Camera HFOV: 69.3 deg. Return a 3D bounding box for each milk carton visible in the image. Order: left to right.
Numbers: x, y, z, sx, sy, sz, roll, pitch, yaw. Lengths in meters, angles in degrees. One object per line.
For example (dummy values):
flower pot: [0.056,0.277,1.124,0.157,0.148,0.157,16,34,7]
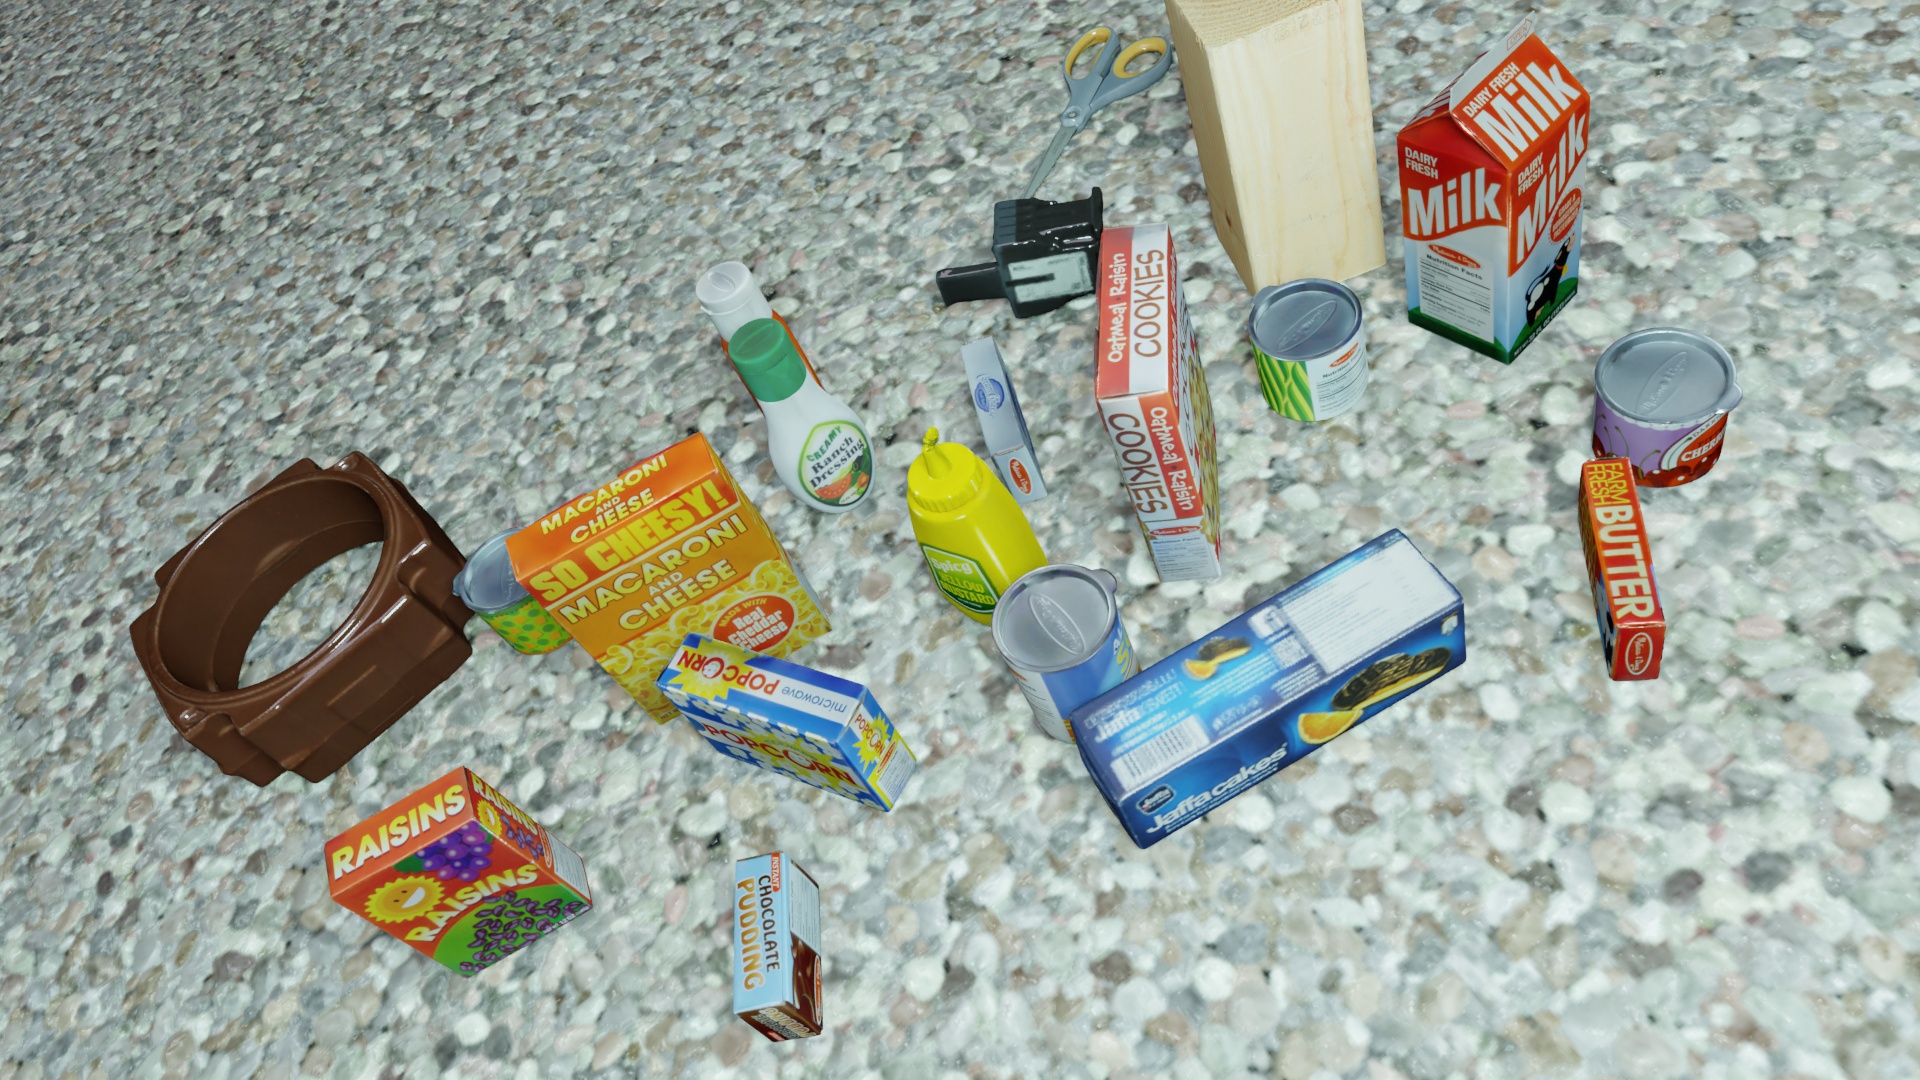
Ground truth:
milk carton: [0.298,-0.196,0.780,0.072,0.189,0.073,-44,52,-13]

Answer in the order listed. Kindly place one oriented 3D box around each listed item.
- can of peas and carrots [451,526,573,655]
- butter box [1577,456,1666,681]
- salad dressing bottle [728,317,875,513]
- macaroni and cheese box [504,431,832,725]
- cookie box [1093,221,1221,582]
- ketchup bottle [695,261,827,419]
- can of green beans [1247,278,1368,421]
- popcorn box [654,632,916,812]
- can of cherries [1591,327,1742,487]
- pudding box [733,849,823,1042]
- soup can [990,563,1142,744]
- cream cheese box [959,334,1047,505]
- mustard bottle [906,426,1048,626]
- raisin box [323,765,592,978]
can of peas and carrots: [-0.288,0.035,0.918,0.071,0.058,0.071,-10,52,14]
butter box: [0.332,0.013,0.699,0.024,0.053,0.104,-6,53,18]
salad dressing bottle: [-0.099,-0.076,0.871,0.064,0.147,0.044,-42,51,-11]
macaroni and cheese box: [-0.164,0.026,0.806,0.124,0.165,0.040,-29,50,-2]
cookie box: [0.112,-0.074,0.775,0.040,0.166,0.123,-7,53,17]
ketchup bottle: [-0.125,-0.117,0.910,0.043,0.148,0.065,-44,52,-13]
can of green beans: [0.211,-0.115,0.839,0.071,0.057,0.071,-10,52,14]
popcorn box: [-0.096,0.101,0.777,0.127,0.085,0.038,13,61,29]
can of cherries: [0.375,-0.069,0.741,0.071,0.058,0.072,-10,52,14]
pudding box: [-0.094,0.209,0.718,0.030,0.049,0.084,-15,51,10]
soup can: [0.062,0.061,0.747,0.071,0.083,0.072,-11,52,14]
cream cheese box: [0.027,-0.077,0.884,0.024,0.053,0.104,-20,50,7]
mustard bottle: [0.003,-0.010,0.773,0.065,0.159,0.049,15,62,30]
raisin box: [-0.270,0.183,0.758,0.086,0.123,0.040,-29,50,-1]
